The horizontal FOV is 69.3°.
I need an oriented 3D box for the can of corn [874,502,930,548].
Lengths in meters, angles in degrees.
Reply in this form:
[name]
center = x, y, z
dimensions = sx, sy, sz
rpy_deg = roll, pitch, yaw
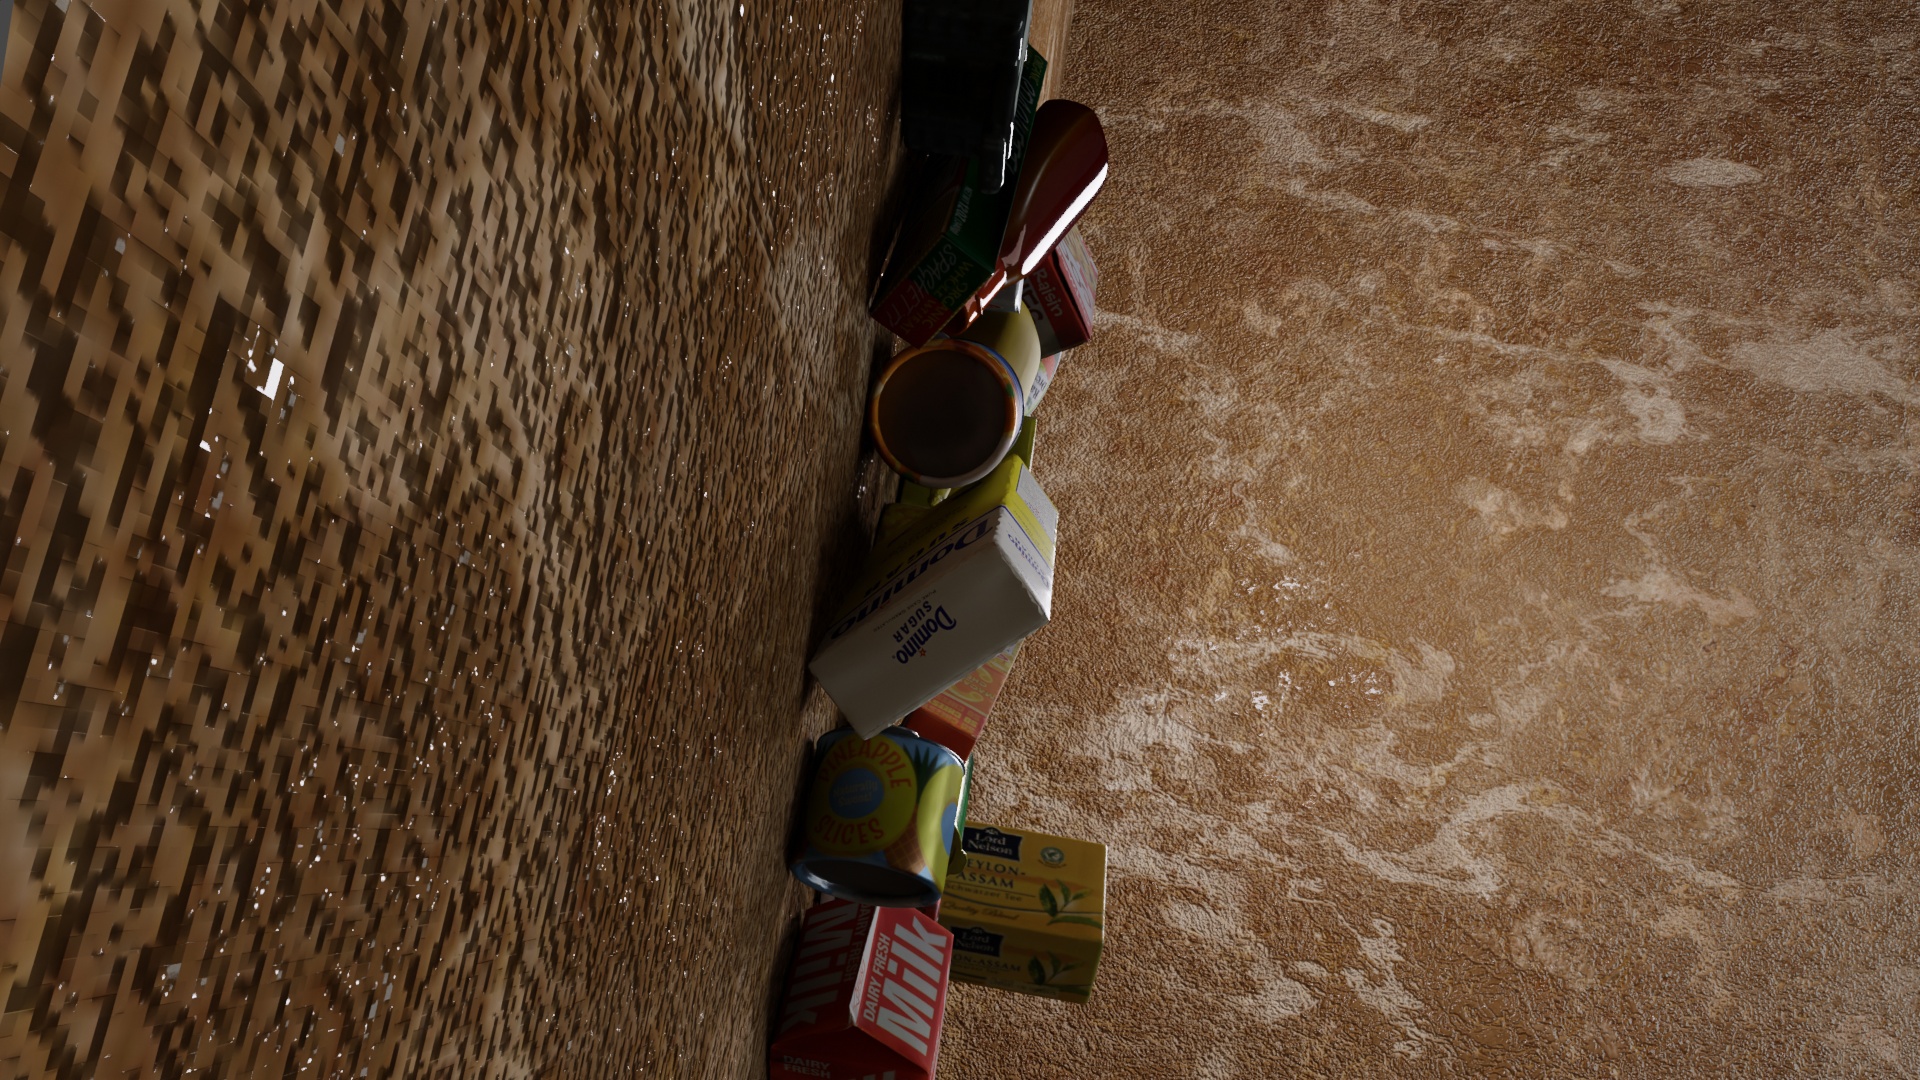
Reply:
[can of corn]
center = -0.015, 0.013, 0.742
dimensions = 0.071, 0.058, 0.071
rpy_deg = 1, 97, -87

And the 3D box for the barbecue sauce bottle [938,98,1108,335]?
[barbecue sauce bottle]
center = 0.025, -0.163, 0.712
dimensions = 0.149, 0.044, 0.064
rpy_deg = -54, 152, -33

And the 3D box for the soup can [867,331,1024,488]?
[soup can]
center = -0.006, -0.062, 0.636
dimensions = 0.084, 0.071, 0.071
rpy_deg = -59, 158, -82

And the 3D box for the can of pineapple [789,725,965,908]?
[can of pineapple]
center = -0.035, 0.117, 0.589
dimensions = 0.070, 0.071, 0.058
rpy_deg = 94, 6, -60

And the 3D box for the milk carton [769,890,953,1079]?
[milk carton]
center = -0.047, 0.240, 0.657
dimensions = 0.073, 0.073, 0.189
rpy_deg = -78, 175, -49

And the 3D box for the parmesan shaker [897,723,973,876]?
[parmesan shaker]
center = -0.025, 0.171, 0.911
dimensions = 0.103, 0.071, 0.071
rpy_deg = -75, 174, -68

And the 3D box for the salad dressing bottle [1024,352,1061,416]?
[salad dressing bottle]
center = 0.024, -0.098, 1.014
dimensions = 0.064, 0.044, 0.148
rpy_deg = 43, 68, -46

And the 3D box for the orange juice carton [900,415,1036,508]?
[orange juice carton]
center = 0.003, -0.011, 0.893
dimensions = 0.192, 0.073, 0.072
rpy_deg = 93, 6, -68

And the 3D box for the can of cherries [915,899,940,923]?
[can of cherries]
center = -0.046, 0.248, 0.865
dimensions = 0.071, 0.058, 0.071
rpy_deg = 2, 97, -87

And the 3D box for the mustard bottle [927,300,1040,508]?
[mustard bottle]
center = 0.002, -0.073, 0.772
dimensions = 0.048, 0.065, 0.161
rpy_deg = 57, 36, -38

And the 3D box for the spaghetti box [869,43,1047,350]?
[spaghetti box]
center = 0.005, -0.173, 0.645
dimensions = 0.050, 0.028, 0.251
rpy_deg = -41, -158, 33

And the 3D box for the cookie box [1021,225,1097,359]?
[cookie box]
center = 0.046, -0.200, 0.899
dimensions = 0.122, 0.040, 0.168
rpy_deg = 61, 17, -19

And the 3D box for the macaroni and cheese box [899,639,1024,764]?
[macaroni and cheese box]
center = -0.017, 0.118, 0.775
dimensions = 0.123, 0.040, 0.167
rpy_deg = -64, 176, 19

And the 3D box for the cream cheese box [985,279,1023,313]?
[cream cheese box]
center = 0.014, -0.180, 0.779
dimensions = 0.024, 0.053, 0.104
rpy_deg = 78, 20, -78
